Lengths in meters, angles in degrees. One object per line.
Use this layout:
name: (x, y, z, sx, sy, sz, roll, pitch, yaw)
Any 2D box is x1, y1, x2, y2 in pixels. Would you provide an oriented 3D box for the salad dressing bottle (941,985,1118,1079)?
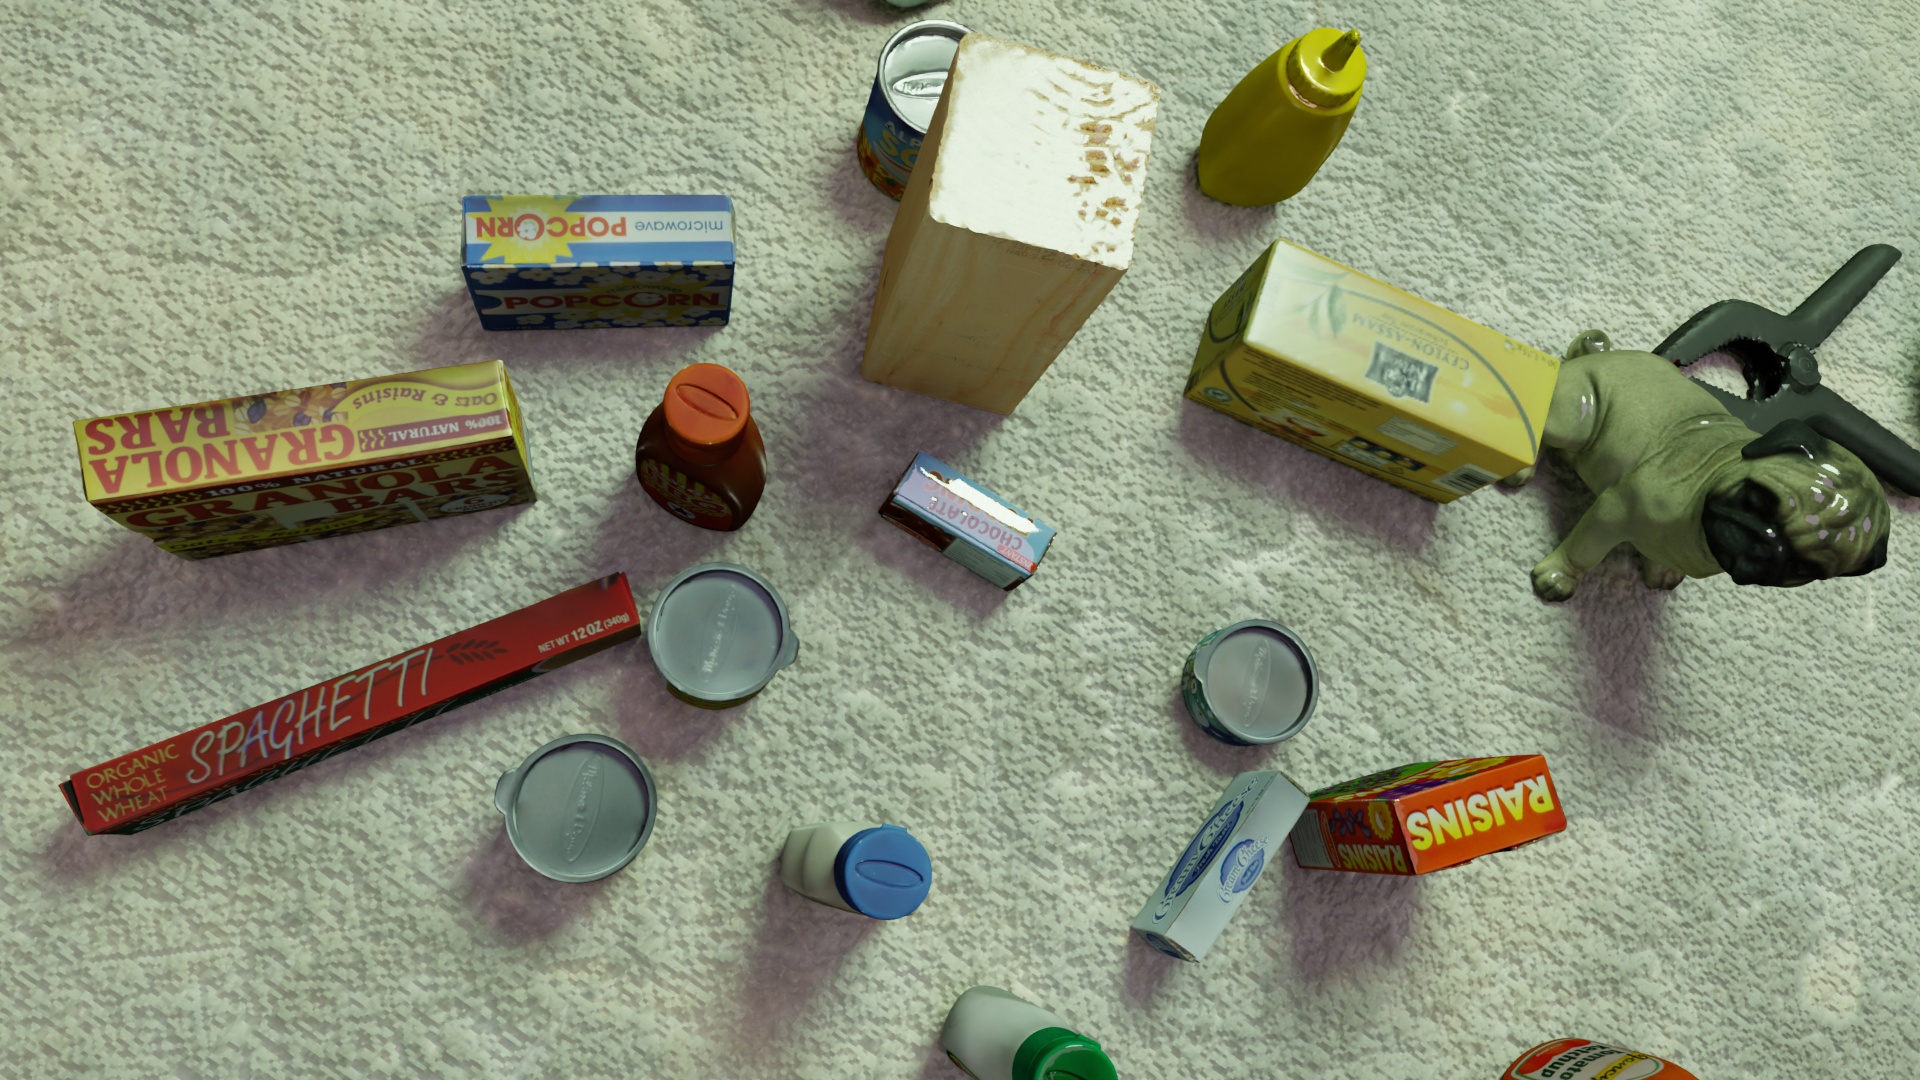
salad dressing bottle: (0.031, 0.232, 0.622, 0.064, 0.147, 0.044, 29, 74, -5)

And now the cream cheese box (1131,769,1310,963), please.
cream cheese box: (0.132, 0.165, 0.708, 0.024, 0.053, 0.104, 40, 73, -2)

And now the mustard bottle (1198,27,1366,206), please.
mustard bottle: (0.180, -0.233, 0.749, 0.065, 0.160, 0.049, 6, 77, -11)

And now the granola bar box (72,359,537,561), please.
granola bar box: (-0.281, -0.033, 0.625, 0.166, 0.124, 0.039, -11, 81, -14)

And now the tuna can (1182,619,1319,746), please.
tuna can: (0.152, 0.076, 0.742, 0.071, 0.032, 0.071, 3, 78, -12)

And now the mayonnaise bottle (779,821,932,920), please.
mayonnaise bottle: (-0.044, 0.148, 0.624, 0.065, 0.147, 0.041, 14, 76, -9)

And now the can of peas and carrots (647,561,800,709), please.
can of peas and carrots: (-0.116, 0.048, 0.677, 0.071, 0.058, 0.071, 3, 78, -12)

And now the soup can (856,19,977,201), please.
soup can: (-0.018, -0.225, 0.745, 0.071, 0.083, 0.071, 3, 78, -12)

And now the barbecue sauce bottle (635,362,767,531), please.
barbecue sauce bottle: (-0.120, -0.044, 0.649, 0.065, 0.148, 0.044, 28, 74, -5)

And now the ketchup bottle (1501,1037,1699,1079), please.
ketchup bottle: (0.332, 0.277, 0.676, 0.065, 0.148, 0.043, -18, 83, -15)

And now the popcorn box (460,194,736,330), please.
popcorn box: (-0.177, -0.137, 0.691, 0.127, 0.085, 0.038, -3, 79, -13)

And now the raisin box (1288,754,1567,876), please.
raisin box: (0.228, 0.138, 0.697, 0.086, 0.123, 0.040, -12, 81, -14)

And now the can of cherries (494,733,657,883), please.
can of cherries: (-0.177, 0.124, 0.647, 0.071, 0.058, 0.071, 3, 78, -12)

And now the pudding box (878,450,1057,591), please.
pudding box: (0.003, -0.009, 0.720, 0.084, 0.049, 0.030, 30, 74, -4)

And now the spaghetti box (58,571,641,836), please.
spaghetti box: (-0.270, 0.074, 0.643, 0.251, 0.050, 0.029, -22, 84, -16)
